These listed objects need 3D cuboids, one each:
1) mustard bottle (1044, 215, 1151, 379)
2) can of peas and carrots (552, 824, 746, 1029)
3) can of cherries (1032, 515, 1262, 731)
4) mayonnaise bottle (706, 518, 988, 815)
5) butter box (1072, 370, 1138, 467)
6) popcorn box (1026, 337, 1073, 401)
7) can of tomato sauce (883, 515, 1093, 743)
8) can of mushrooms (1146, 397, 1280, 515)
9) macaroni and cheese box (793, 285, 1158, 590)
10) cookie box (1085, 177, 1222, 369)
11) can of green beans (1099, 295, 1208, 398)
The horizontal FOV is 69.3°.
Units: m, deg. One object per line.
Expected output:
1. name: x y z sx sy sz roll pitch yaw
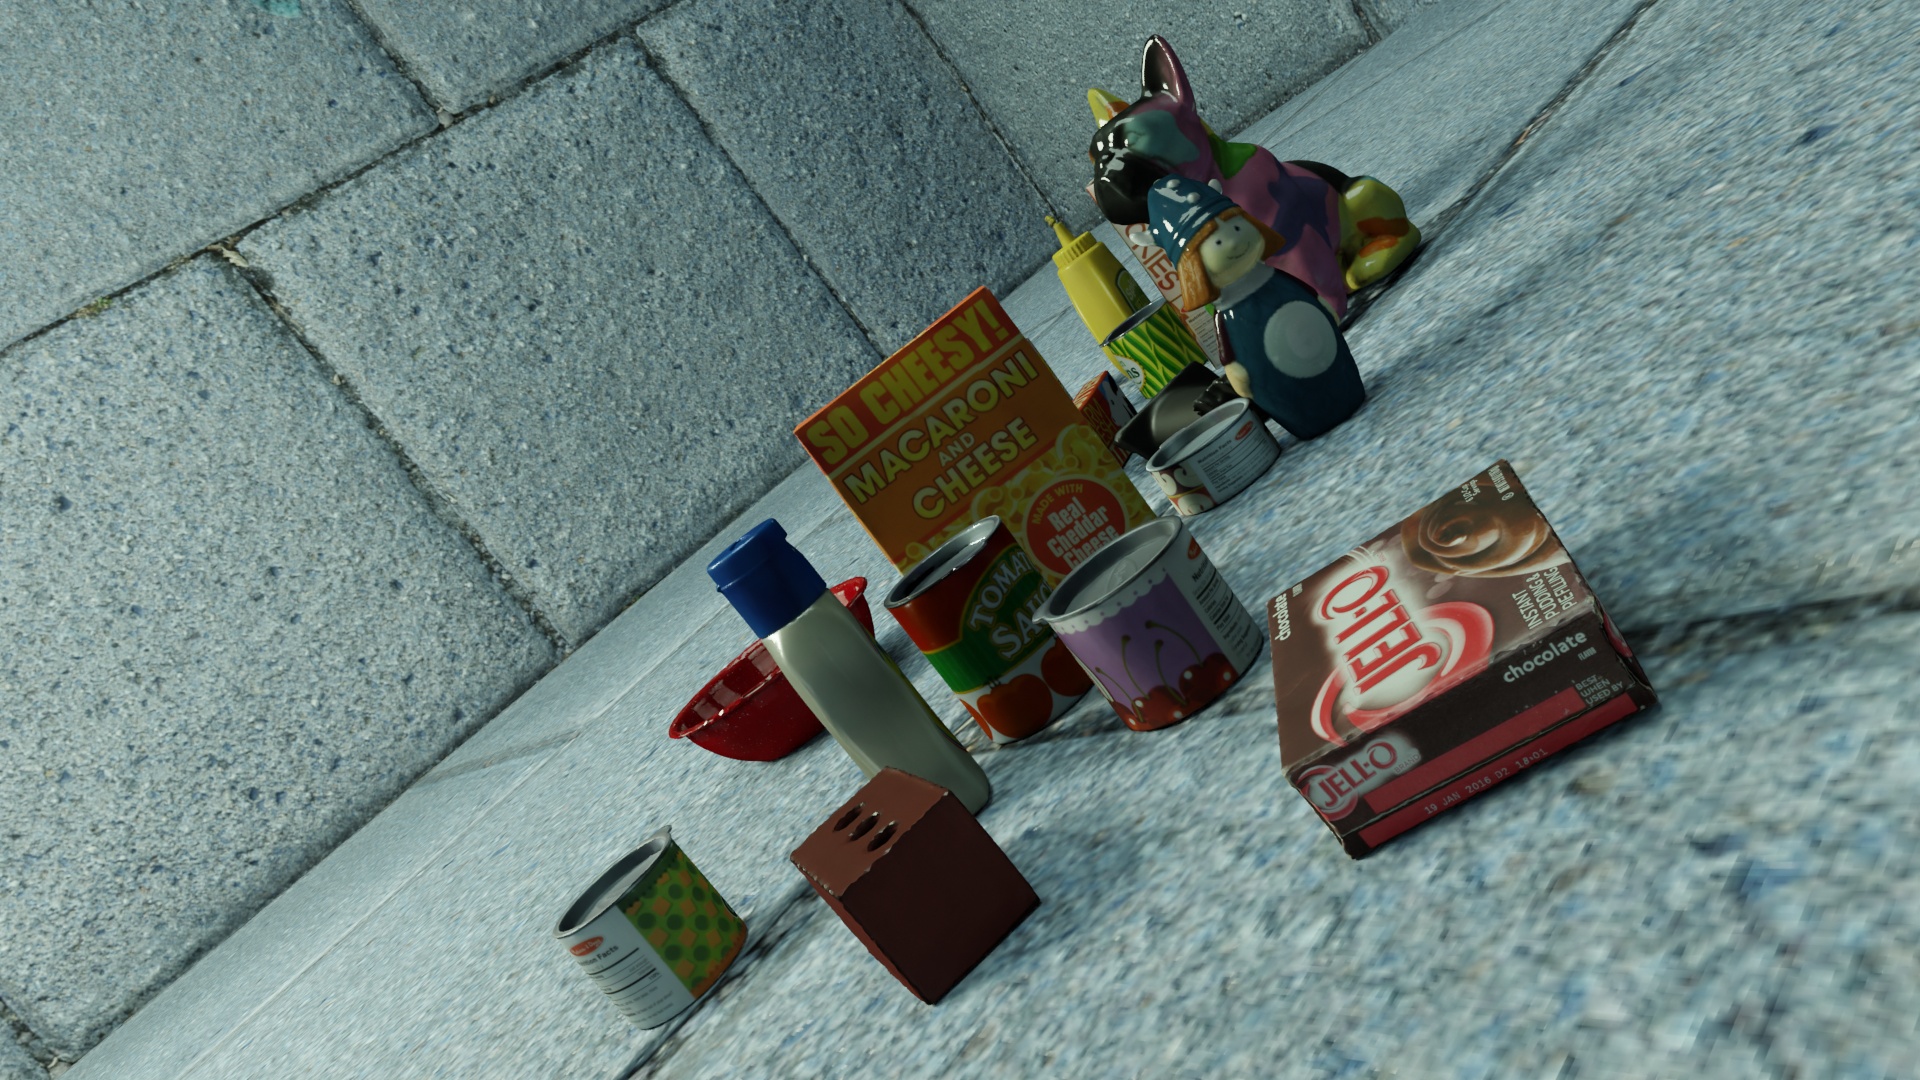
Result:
1. mustard bottle: 0.123 -0.214 1.193 0.048 0.160 0.065 -31 12 33
2. can of peas and carrots: -0.139 0.175 0.630 0.071 0.058 0.071 -36 10 7
3. can of cherries: 0.073 0.034 0.545 0.071 0.058 0.071 -36 10 7
4. mayonnaise bottle: -0.047 0.058 0.588 0.041 0.148 0.065 -39 10 -7
5. butter box: 0.096 -0.076 0.972 0.024 0.053 0.104 -31 12 32
6. popcorn box: 0.034 -0.111 1.248 0.126 0.085 0.038 -35 10 12
7. can of tomato sauce: 0.017 0.041 0.634 0.071 0.083 0.071 -36 10 7
8. can of mushrooms: 0.136 -0.045 0.754 0.071 0.033 0.071 -36 10 7
9. macaroni and cheese box: 0.013 -0.028 0.716 0.123 0.166 0.040 -37 10 4
10. cookie box: 0.165 -0.221 1.064 0.040 0.167 0.123 -34 10 20
11. can of green beans: 0.157 -0.154 1.100 0.071 0.057 0.071 -36 10 7
